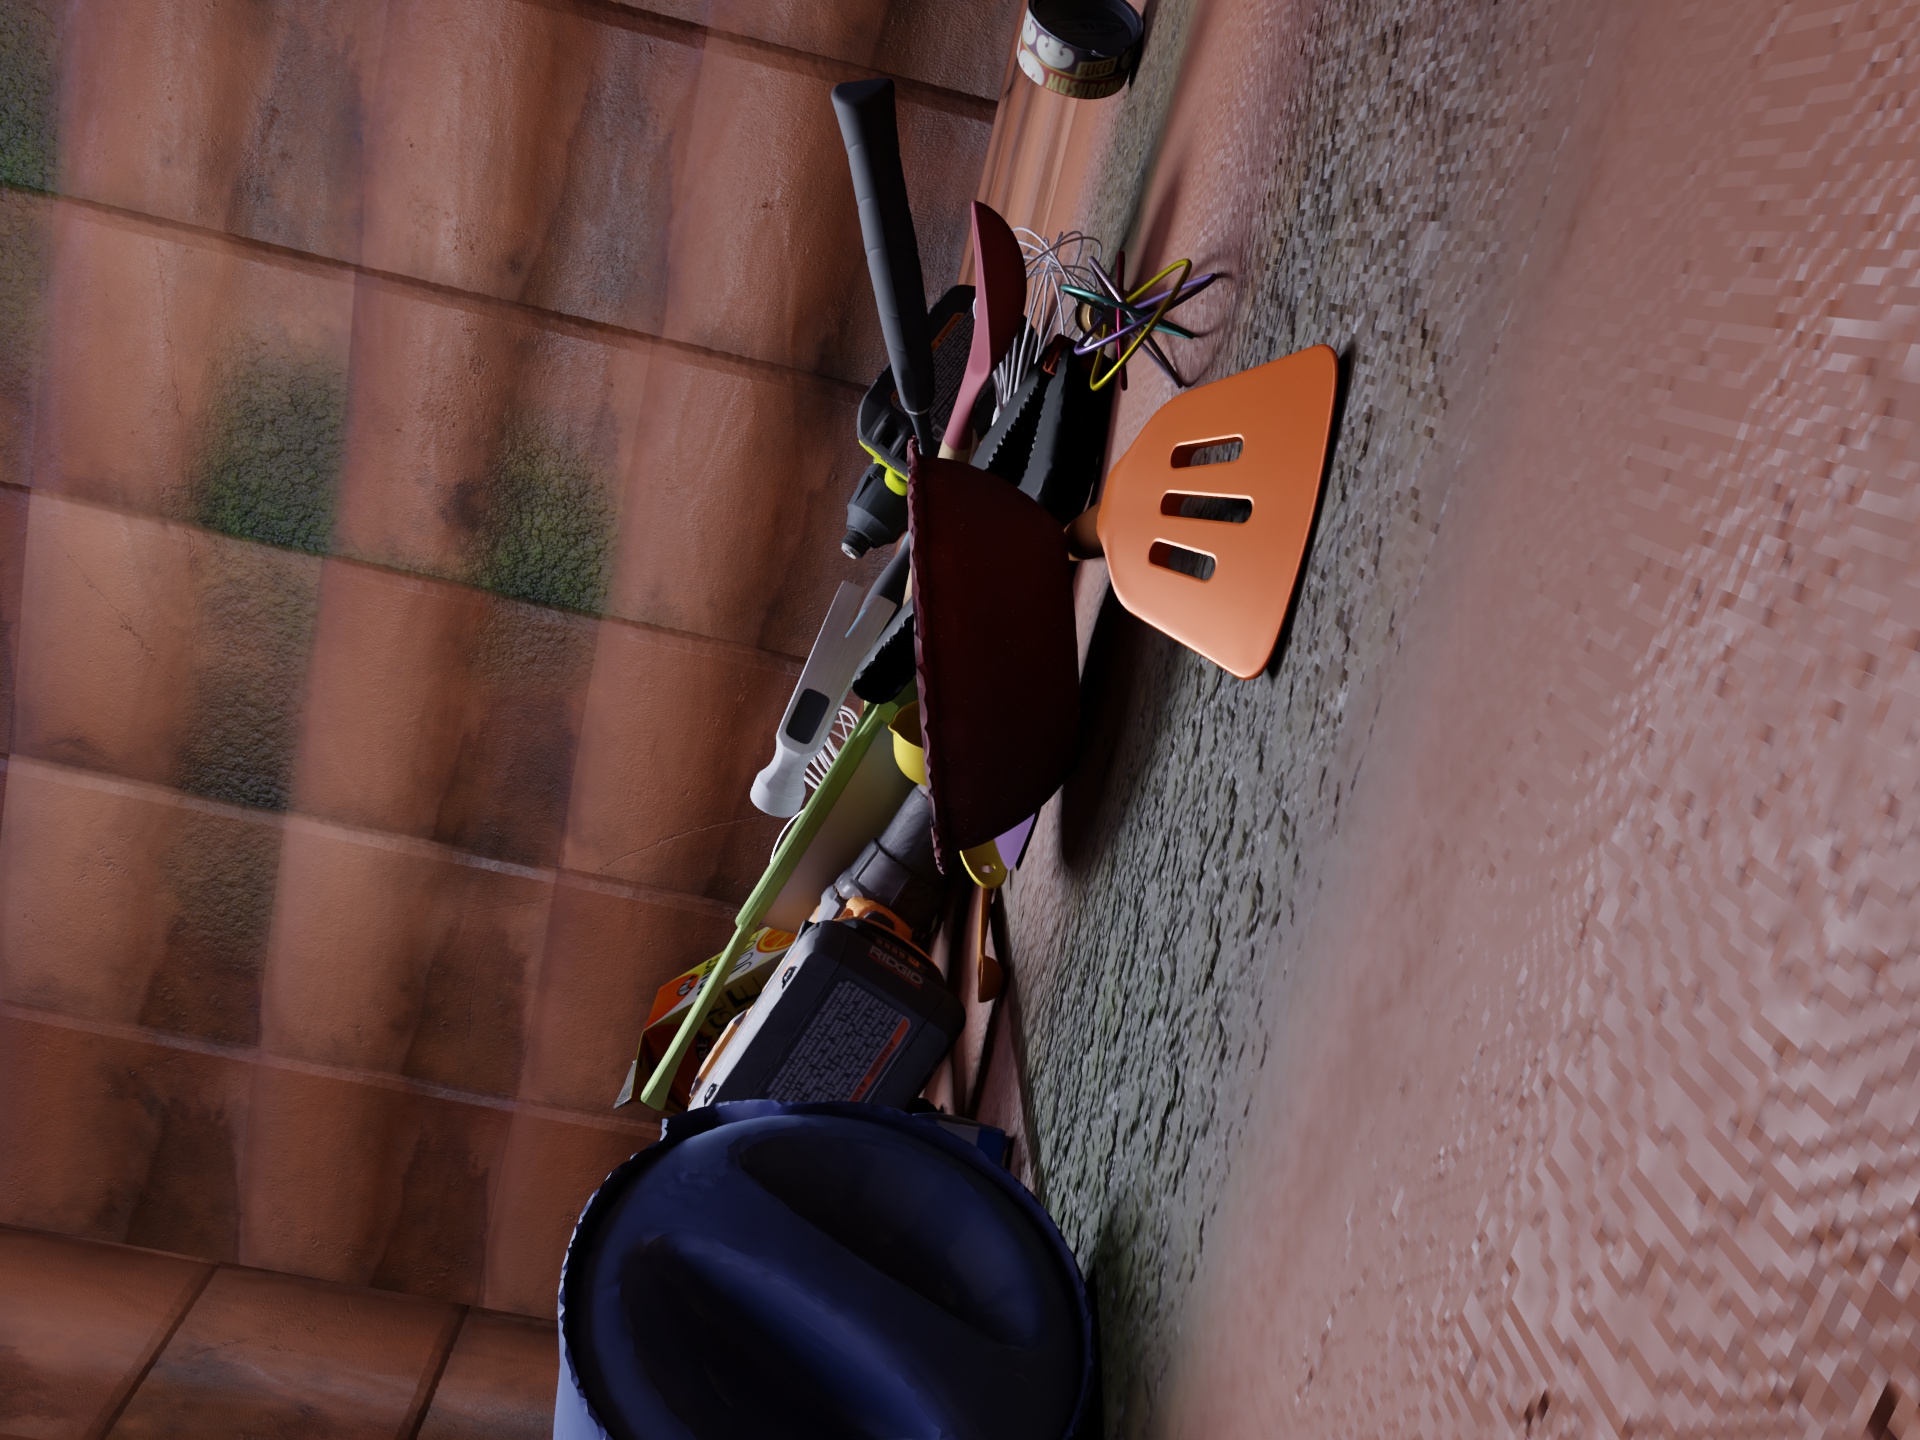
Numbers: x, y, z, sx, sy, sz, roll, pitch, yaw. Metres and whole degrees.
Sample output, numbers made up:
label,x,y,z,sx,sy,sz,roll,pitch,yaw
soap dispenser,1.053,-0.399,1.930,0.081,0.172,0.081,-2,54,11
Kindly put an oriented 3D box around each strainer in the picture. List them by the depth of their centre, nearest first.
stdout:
label,x,y,z,sx,sy,sz,roll,pitch,yaw
strainer,-0.087,0.113,0.896,0.256,0.069,0.151,-61,4,-13

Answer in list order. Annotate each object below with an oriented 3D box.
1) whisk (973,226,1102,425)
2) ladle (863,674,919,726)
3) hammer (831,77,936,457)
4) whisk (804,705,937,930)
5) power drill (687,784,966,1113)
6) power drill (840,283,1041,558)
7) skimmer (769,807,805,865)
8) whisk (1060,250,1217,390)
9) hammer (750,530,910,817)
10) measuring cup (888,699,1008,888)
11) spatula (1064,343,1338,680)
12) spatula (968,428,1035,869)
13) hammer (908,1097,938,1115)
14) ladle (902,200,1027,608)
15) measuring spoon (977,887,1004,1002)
label,x,y,z,sx,sy,sz,roll,pitch,yaw
whisk,0.031,-0.180,0.882,0.284,0.070,0.070,105,175,-72
ladle,-0.026,-0.074,1.203,0.320,0.062,0.078,-83,-3,-63
hammer,-0.023,-0.167,0.889,0.408,0.036,0.149,79,-169,-51
whisk,-0.065,0.058,1.021,0.247,0.059,0.057,56,173,52
power drill,-0.047,0.118,0.753,0.185,0.084,0.226,-56,4,4
power drill,-0.023,-0.204,1.137,0.171,0.080,0.223,-53,1,-10
skimmer,-0.110,0.195,1.263,0.127,0.090,0.364,-42,21,18
whisk,0.059,-0.157,0.624,0.245,0.051,0.047,-88,6,-75
hammer,-0.056,-0.063,1.021,0.331,0.033,0.128,-66,1,-64
measuring cup,0.002,0.040,0.767,0.157,0.062,0.029,-106,15,-56
spatula,0.059,-0.062,0.525,0.322,0.041,0.081,-102,25,-86
spatula,0.013,-0.053,0.789,0.316,0.018,0.059,-96,19,-46
hammer,-0.063,0.341,0.777,0.127,0.034,0.337,-100,23,-77
ladle,-0.007,-0.123,0.812,0.315,0.031,0.069,106,163,-50
measuring spoon,0.014,0.093,0.699,0.117,0.011,0.021,-85,0,-74
